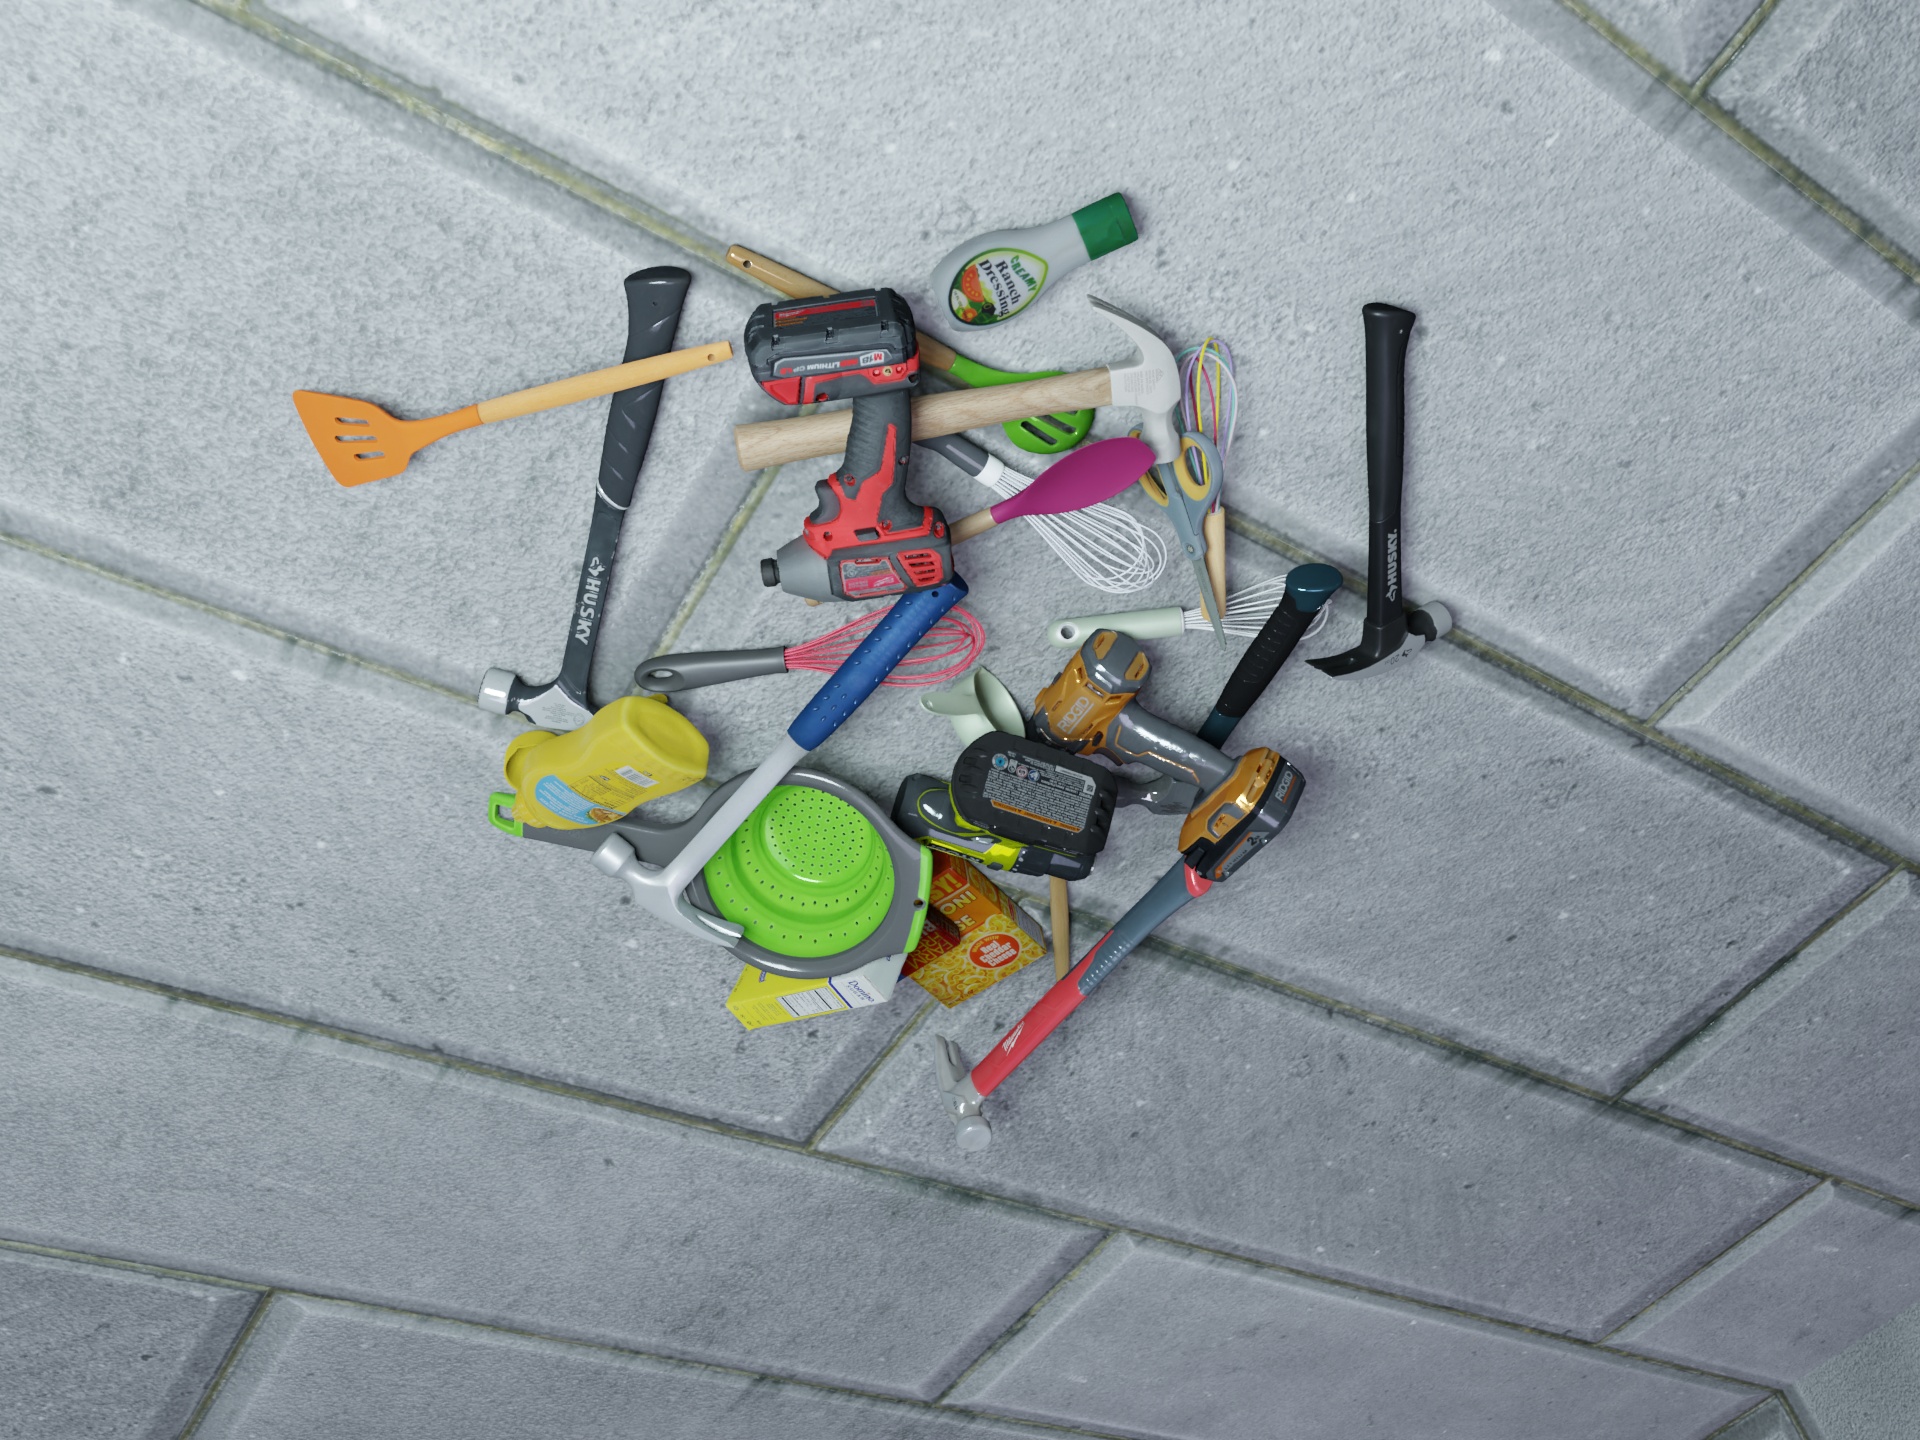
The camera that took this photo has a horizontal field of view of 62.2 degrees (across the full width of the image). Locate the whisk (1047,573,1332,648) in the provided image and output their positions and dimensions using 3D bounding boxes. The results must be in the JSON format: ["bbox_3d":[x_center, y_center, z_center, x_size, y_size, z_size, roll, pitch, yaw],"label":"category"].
[{"bbox_3d":[0.197,-0.087,1.365,0.246,0.059,0.058,-6,86,0],"label":"whisk"}]

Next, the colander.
[{"bbox_3d":[-0.217,0.103,1.421,0.397,0.094,0.204,12,113,3],"label":"colander"}]

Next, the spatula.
[{"bbox_3d":[-0.318,-0.230,1.135,0.322,0.041,0.081,-13,126,5],"label":"spatula"}]

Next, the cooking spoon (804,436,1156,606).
[{"bbox_3d":[0.005,-0.150,1.237,0.319,0.017,0.068,-21,150,28],"label":"cooking spoon"}]

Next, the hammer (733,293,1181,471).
[{"bbox_3d":[-0.002,-0.231,1.174,0.331,0.031,0.130,-10,121,-2],"label":"hammer"}]

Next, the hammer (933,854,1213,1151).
[{"bbox_3d":[0.108,0.255,1.581,0.038,0.143,0.386,29,113,-29],"label":"hammer"}]

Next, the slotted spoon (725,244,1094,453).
[{"bbox_3d":[-0.030,-0.275,1.178,0.313,0.031,0.070,22,117,-24],"label":"slotted spoon"}]

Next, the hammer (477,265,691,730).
[{"bbox_3d":[-0.265,-0.154,1.217,0.149,0.036,0.408,15,123,-10],"label":"hammer"}]

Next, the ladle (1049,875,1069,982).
[{"bbox_3d":[0.094,0.160,1.559,0.069,0.031,0.315,-9,132,-3],"label":"ladle"}]

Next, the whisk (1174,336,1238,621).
[{"bbox_3d":[0.196,-0.186,1.265,0.051,0.047,0.244,-7,123,0],"label":"whisk"}]

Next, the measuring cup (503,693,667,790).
[{"bbox_3d":[-0.319,0.011,1.360,0.156,0.029,0.062,-29,129,5],"label":"measuring cup"}]

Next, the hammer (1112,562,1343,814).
[{"bbox_3d":[0.240,-0.018,1.389,0.128,0.033,0.330,6,141,-16],"label":"hammer"}]

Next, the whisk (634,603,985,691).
[{"bbox_3d":[-0.126,-0.052,1.324,0.296,0.073,0.073,-7,130,3],"label":"whisk"}]

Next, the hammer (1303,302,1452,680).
[{"bbox_3d":[0.342,-0.181,1.297,0.146,0.035,0.334,-27,129,-21],"label":"hammer"}]

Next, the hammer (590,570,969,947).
[{"bbox_3d":[-0.134,0.027,1.309,0.144,0.035,0.405,40,111,-9],"label":"hammer"}]

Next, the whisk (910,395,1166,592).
[{"bbox_3d":[0.047,-0.180,1.253,0.284,0.070,0.070,29,119,-23],"label":"whisk"}]

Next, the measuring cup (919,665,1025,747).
[{"bbox_3d":[-0.002,-0.004,1.337,0.038,0.083,0.167,-31,164,25],"label":"measuring cup"}]

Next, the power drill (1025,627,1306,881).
[{"bbox_3d":[0.160,0.042,1.383,0.226,0.084,0.185,36,137,-1],"label":"power drill"}]

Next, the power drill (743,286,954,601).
[{"bbox_3d":[-0.085,-0.184,1.132,0.143,0.079,0.219,-8,124,-2],"label":"power drill"}]

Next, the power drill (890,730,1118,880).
[{"bbox_3d":[0.051,0.086,1.375,0.190,0.080,0.228,18,164,-9],"label":"power drill"}]
